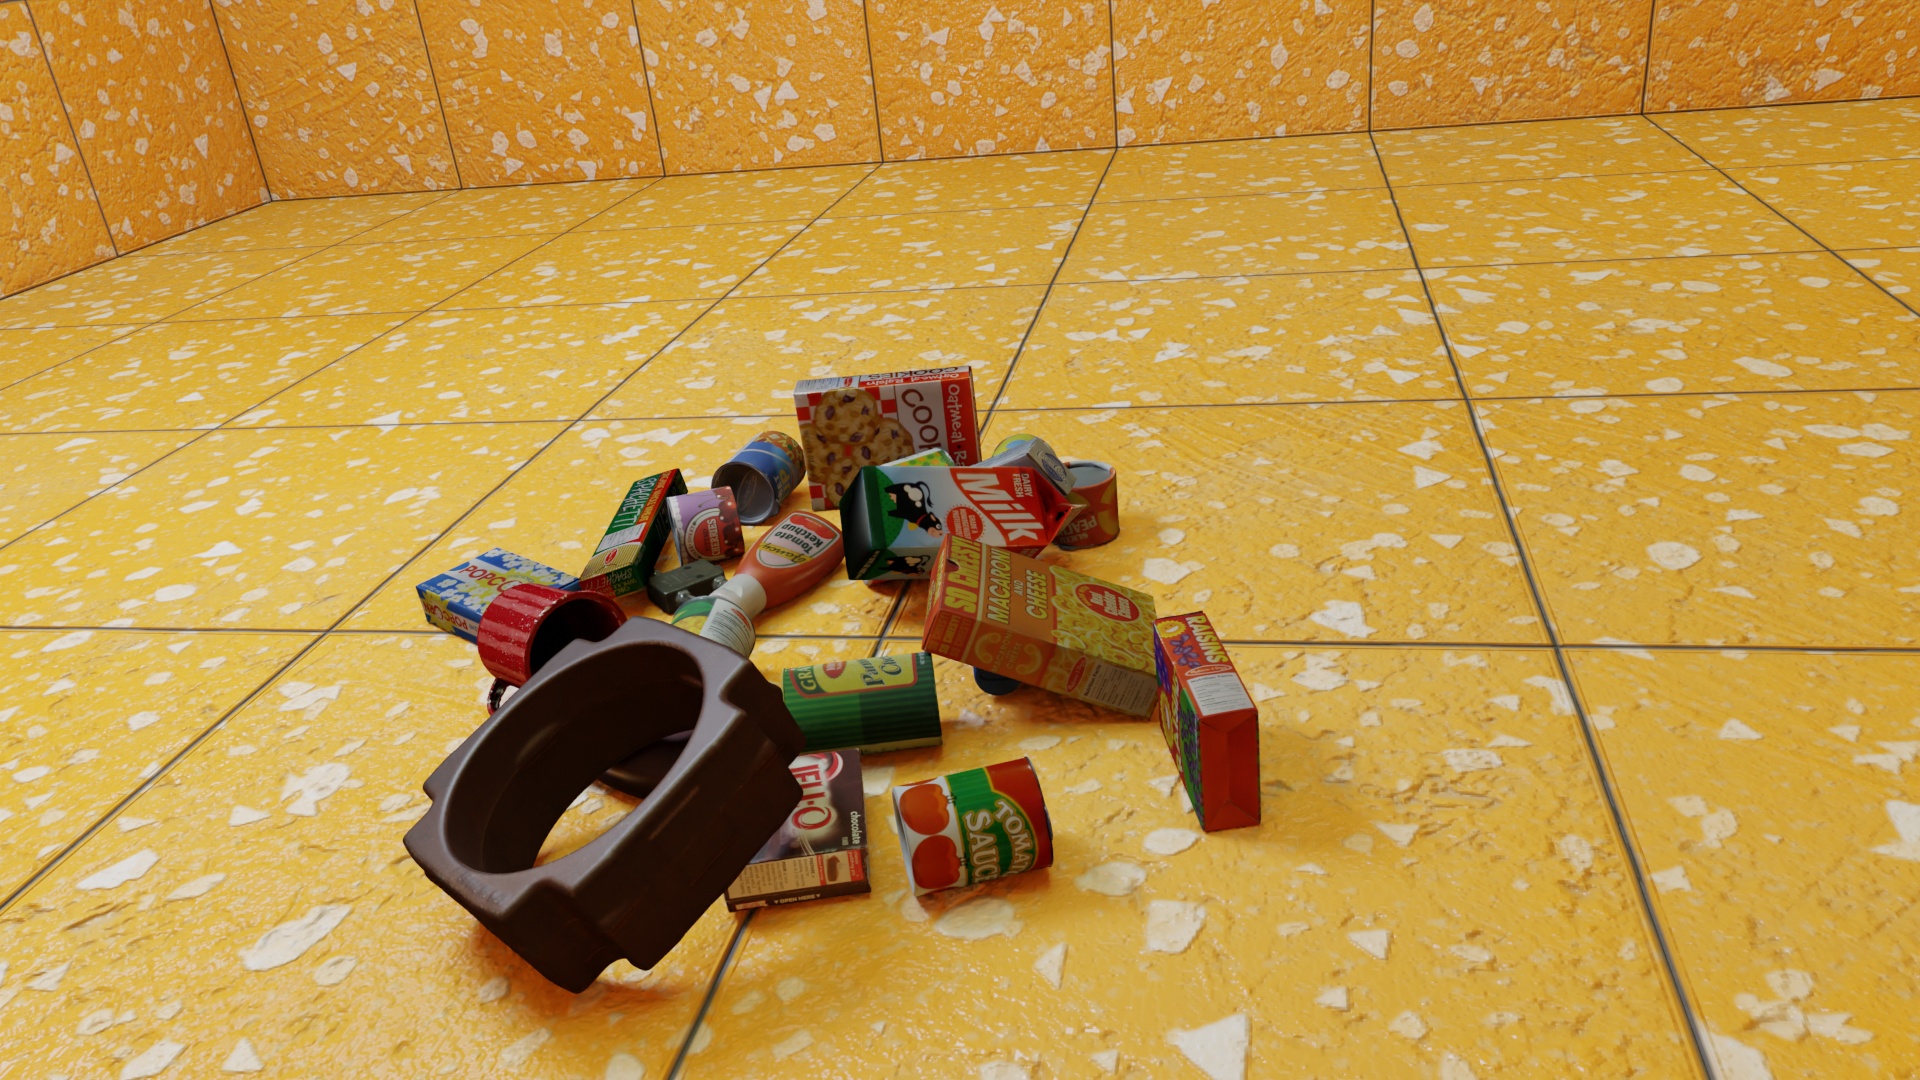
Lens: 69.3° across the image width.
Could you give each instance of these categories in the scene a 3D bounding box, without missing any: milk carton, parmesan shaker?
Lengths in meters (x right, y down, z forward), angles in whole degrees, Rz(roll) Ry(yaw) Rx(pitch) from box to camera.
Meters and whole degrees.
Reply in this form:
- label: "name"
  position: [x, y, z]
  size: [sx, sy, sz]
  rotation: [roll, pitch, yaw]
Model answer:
- label: "milk carton"
  position: [0.004, -0.014, 1.138]
  size: [0.191, 0.073, 0.072]
  rotation: [0, -23, -22]
- label: "parmesan shaker"
  position: [-0.067, 0.113, 0.953]
  size: [0.103, 0.071, 0.071]
  rotation: [-7, 25, -2]

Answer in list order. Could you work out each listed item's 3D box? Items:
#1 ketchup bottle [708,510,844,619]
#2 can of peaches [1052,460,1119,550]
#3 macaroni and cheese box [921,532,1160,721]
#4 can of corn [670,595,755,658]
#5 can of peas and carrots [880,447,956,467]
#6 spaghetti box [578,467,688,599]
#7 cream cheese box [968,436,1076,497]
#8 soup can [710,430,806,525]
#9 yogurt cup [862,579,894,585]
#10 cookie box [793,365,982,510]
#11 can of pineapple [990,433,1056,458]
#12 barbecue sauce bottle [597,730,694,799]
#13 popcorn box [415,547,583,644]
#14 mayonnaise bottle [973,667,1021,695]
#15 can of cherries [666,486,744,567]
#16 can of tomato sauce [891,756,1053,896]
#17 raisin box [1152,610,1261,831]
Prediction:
- label: "ketchup bottle"
  position: [-0.158, 0.028, 1.174]
  size: [0.065, 0.043, 0.149]
  rotation: [26, 36, 15]
- label: "can of peaches"
  position: [0.106, -0.032, 1.225]
  size: [0.071, 0.057, 0.071]
  rotation: [-5, 25, 2]
- label: "macaroni and cheese box"
  position: [0.060, 0.058, 0.996]
  size: [0.166, 0.040, 0.124]
  rotation: [18, 25, -6]
- label: "can of corn"
  position: [-0.193, 0.086, 1.041]
  size: [0.071, 0.071, 0.058]
  rotation: [-4, 26, 5]
- label: "can of peas and carrots"
  position: [-0.037, -0.044, 1.277]
  size: [0.059, 0.070, 0.071]
  rotation: [-19, 28, -24]
- label: "spaghetti box"
  position: [-0.295, -0.009, 1.274]
  size: [0.050, 0.028, 0.251]
  rotation: [-17, 21, 5]
- label: "cream cheese box"
  position: [0.047, -0.051, 1.195]
  size: [0.103, 0.053, 0.024]
  rotation: [-20, 29, 52]
- label: "soup can"
  position: [-0.191, -0.060, 1.345]
  size: [0.071, 0.071, 0.084]
  rotation: [2, 26, 17]
- label: "yogurt cup"
  position: [-0.058, 0.003, 1.185]
  size: [0.054, 0.072, 0.072]
  rotation: [-4, 24, -14]
- label: "cookie box"
  position: [-0.066, -0.098, 1.325]
  size: [0.167, 0.122, 0.040]
  rotation: [-5, 26, 3]
- label: "can of pineapple"
  position: [0.053, -0.058, 1.283]
  size: [0.071, 0.070, 0.058]
  rotation: [0, 26, 14]
- label: "barbecue sauce bottle"
  position: [-0.221, 0.145, 0.948]
  size: [0.148, 0.043, 0.065]
  rotation: [5, 34, 24]
- label: "popcorn box"
  position: [-0.391, 0.051, 1.187]
  size: [0.127, 0.038, 0.085]
  rotation: [15, 34, 37]
- label: "mayonnaise bottle"
  position: [0.026, 0.065, 1.060]
  size: [0.065, 0.041, 0.149]
  rotation: [-3, 25, 0]
- label: "can of cherries"
  position: [-0.228, -0.011, 1.247]
  size: [0.058, 0.071, 0.072]
  rotation: [-12, 26, -14]
- label: "can of tomato sauce"
  position: [0.007, 0.169, 0.818]
  size: [0.083, 0.071, 0.071]
  rotation: [-11, 26, -8]
- label: "raisin box"
  position: [0.155, 0.112, 0.882]
  size: [0.040, 0.085, 0.124]
  rotation: [-9, 25, -2]
